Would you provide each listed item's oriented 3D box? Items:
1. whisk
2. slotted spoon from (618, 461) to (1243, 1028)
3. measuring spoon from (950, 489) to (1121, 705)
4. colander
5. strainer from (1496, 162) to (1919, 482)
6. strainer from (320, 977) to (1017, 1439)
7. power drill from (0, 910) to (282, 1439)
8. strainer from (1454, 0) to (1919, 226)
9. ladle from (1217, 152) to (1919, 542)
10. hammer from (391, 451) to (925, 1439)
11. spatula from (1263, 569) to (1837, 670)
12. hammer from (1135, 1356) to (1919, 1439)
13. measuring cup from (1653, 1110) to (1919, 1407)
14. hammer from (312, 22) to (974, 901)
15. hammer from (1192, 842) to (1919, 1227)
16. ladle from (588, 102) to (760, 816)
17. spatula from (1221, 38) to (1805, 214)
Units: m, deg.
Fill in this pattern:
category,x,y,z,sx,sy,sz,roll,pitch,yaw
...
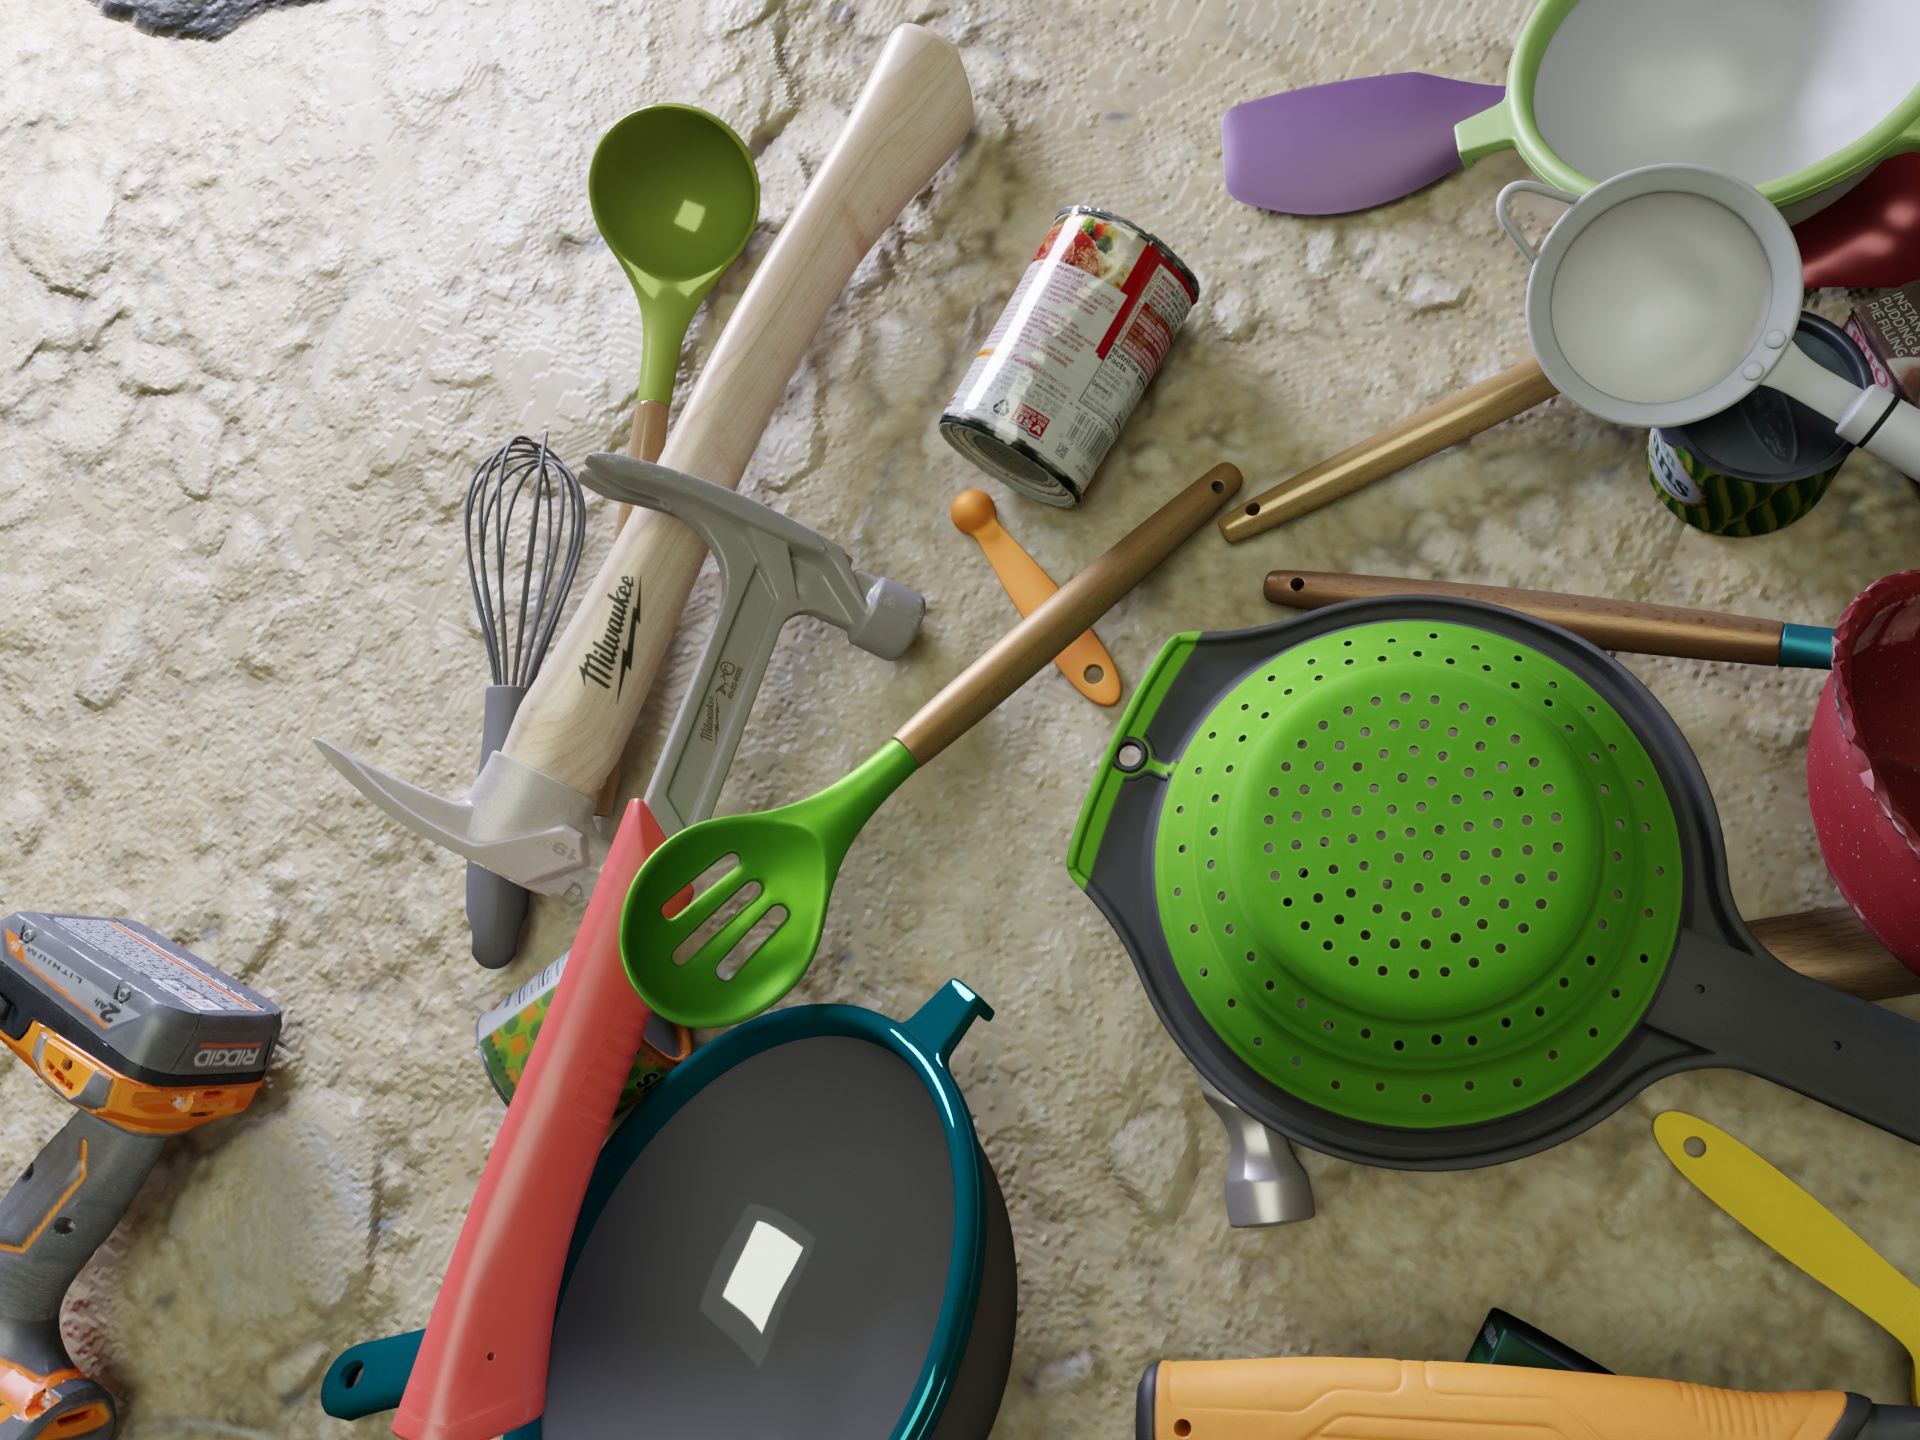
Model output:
category,x,y,z,sx,sy,sz,roll,pitch,yaw
whisk,-0.195,-0.012,0.696,0.055,0.055,0.239,-1,81,16
slotted spoon,-0.001,-0.002,0.605,0.314,0.031,0.070,-41,95,-17
measuring spoon,0.031,-0.053,0.660,0.021,0.011,0.117,-36,70,5
colander,0.218,0.075,0.497,0.397,0.094,0.204,23,84,19
strainer,0.289,-0.103,0.523,0.258,0.050,0.087,37,104,15
strainer,-0.103,0.235,0.588,0.340,0.095,0.211,-24,42,31
power drill,-0.408,0.201,0.686,0.164,0.084,0.226,23,87,20
strainer,0.316,-0.200,0.555,0.151,0.069,0.257,-49,55,1
ladle,0.245,-0.143,0.616,0.315,0.031,0.069,-26,65,10
hammer,-0.132,0.077,0.589,0.149,0.036,0.359,24,69,-15
spatula,0.266,-0.026,0.574,0.317,0.044,0.082,10,83,26
hammer,0.219,0.198,0.456,0.337,0.034,0.127,-4,75,14
measuring cup,0.298,0.186,0.523,0.062,0.029,0.157,-49,58,0
hammer,-0.112,-0.126,0.678,0.146,0.038,0.411,29,80,-15
hammer,0.245,0.089,0.554,0.331,0.031,0.130,-12,74,12
ladle,-0.141,-0.118,0.703,0.078,0.062,0.320,6,80,-1
spatula,0.265,-0.252,0.641,0.316,0.018,0.060,-6,80,15
